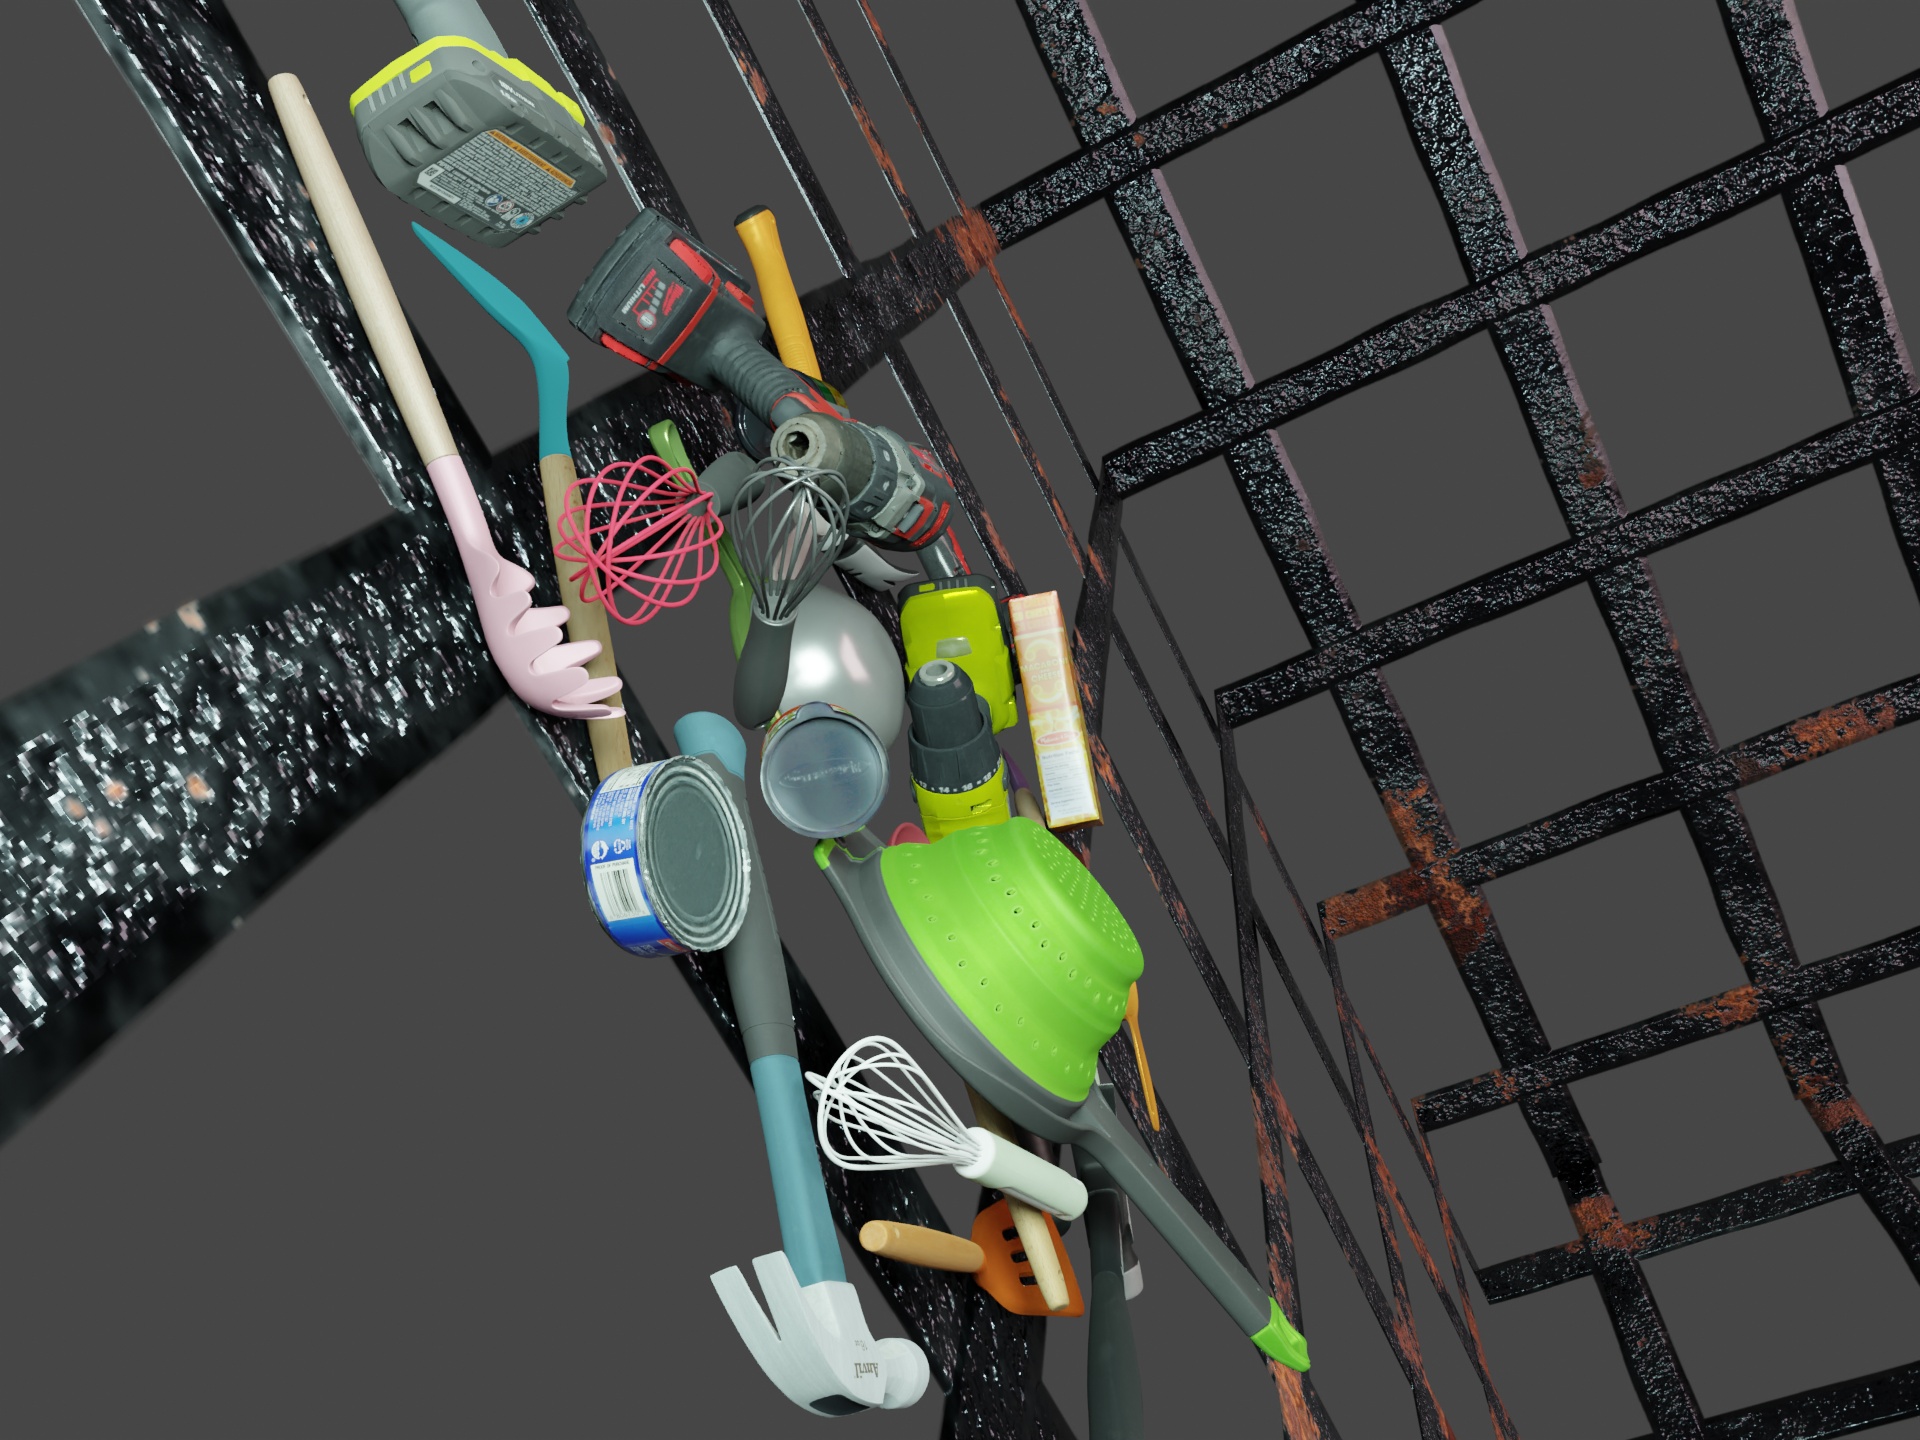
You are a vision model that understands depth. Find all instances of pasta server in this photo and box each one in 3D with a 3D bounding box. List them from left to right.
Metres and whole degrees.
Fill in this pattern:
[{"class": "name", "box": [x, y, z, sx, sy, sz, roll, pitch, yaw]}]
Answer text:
[{"class": "pasta server", "box": [-0.226, -0.139, 0.685, 0.060, 0.040, 0.316, 42, 24, -86]}]

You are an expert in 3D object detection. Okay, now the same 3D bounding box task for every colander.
[{"class": "colander", "box": [0.087, 0.183, 0.875, 0.397, 0.094, 0.204, 49, 10, -1]}]

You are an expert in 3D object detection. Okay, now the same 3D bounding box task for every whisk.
[{"class": "whisk", "box": [-0.135, -0.105, 0.790, 0.073, 0.073, 0.296, 63, 11, -12]}, {"class": "whisk", "box": [-0.094, -0.054, 0.794, 0.238, 0.055, 0.055, 113, -36, -59]}, {"class": "whisk", "box": [0.002, 0.209, 0.773, 0.246, 0.058, 0.059, 42, 64, -49]}]

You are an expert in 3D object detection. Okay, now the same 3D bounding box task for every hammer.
[{"class": "hammer", "box": [-0.088, 0.146, 0.736, 0.128, 0.033, 0.331, 42, 28, -59]}, {"class": "hammer", "box": [-0.116, -0.260, 1.246, 0.127, 0.034, 0.337, 30, 39, -64]}, {"class": "hammer", "box": [0.081, 0.318, 0.870, 0.335, 0.035, 0.146, -64, 144, -81]}]

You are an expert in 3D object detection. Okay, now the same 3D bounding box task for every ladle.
[{"class": "ladle", "box": [0.006, 0.191, 0.925, 0.069, 0.031, 0.316, 39, 22, -48]}]

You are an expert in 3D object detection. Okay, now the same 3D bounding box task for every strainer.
[{"class": "strainer", "box": [-0.098, -0.075, 0.960, 0.256, 0.069, 0.152, 62, 16, -21]}]

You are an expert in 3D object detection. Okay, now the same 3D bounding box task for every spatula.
[{"class": "spatula", "box": [-0.196, -0.096, 0.756, 0.082, 0.044, 0.318, 28, 46, -67]}, {"class": "spatula", "box": [0.008, 0.268, 0.809, 0.322, 0.041, 0.081, 57, 9, -65]}, {"class": "spatula", "box": [0.050, 0.062, 1.249, 0.060, 0.018, 0.316, 64, 2, -6]}]

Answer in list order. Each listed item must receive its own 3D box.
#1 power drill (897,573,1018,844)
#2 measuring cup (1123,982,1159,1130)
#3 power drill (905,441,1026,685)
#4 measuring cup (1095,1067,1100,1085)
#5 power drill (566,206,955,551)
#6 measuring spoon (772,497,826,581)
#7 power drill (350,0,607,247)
[{"class": "power drill", "box": [-0.002, -0.004, 1.097, 0.229, 0.080, 0.190, -93, 173, -54]}, {"class": "measuring cup", "box": [0.111, 0.239, 1.244, 0.095, 0.052, 0.174, 21, 53, -69]}, {"class": "power drill", "box": [-0.007, -0.135, 1.358, 0.219, 0.078, 0.143, 58, 16, -18]}, {"class": "measuring cup", "box": [0.068, 0.207, 1.169, 0.083, 0.038, 0.168, 37, 35, -61]}, {"class": "power drill", "box": [-0.111, -0.183, 0.883, 0.227, 0.080, 0.188, 42, 10, 14]}, {"class": "measuring spoon", "box": [-0.116, -0.119, 1.083, 0.034, 0.018, 0.124, 59, 23, -25]}, {"class": "power drill", "box": [-0.275, -0.364, 0.790, 0.223, 0.080, 0.171, 64, 14, 8]}]
